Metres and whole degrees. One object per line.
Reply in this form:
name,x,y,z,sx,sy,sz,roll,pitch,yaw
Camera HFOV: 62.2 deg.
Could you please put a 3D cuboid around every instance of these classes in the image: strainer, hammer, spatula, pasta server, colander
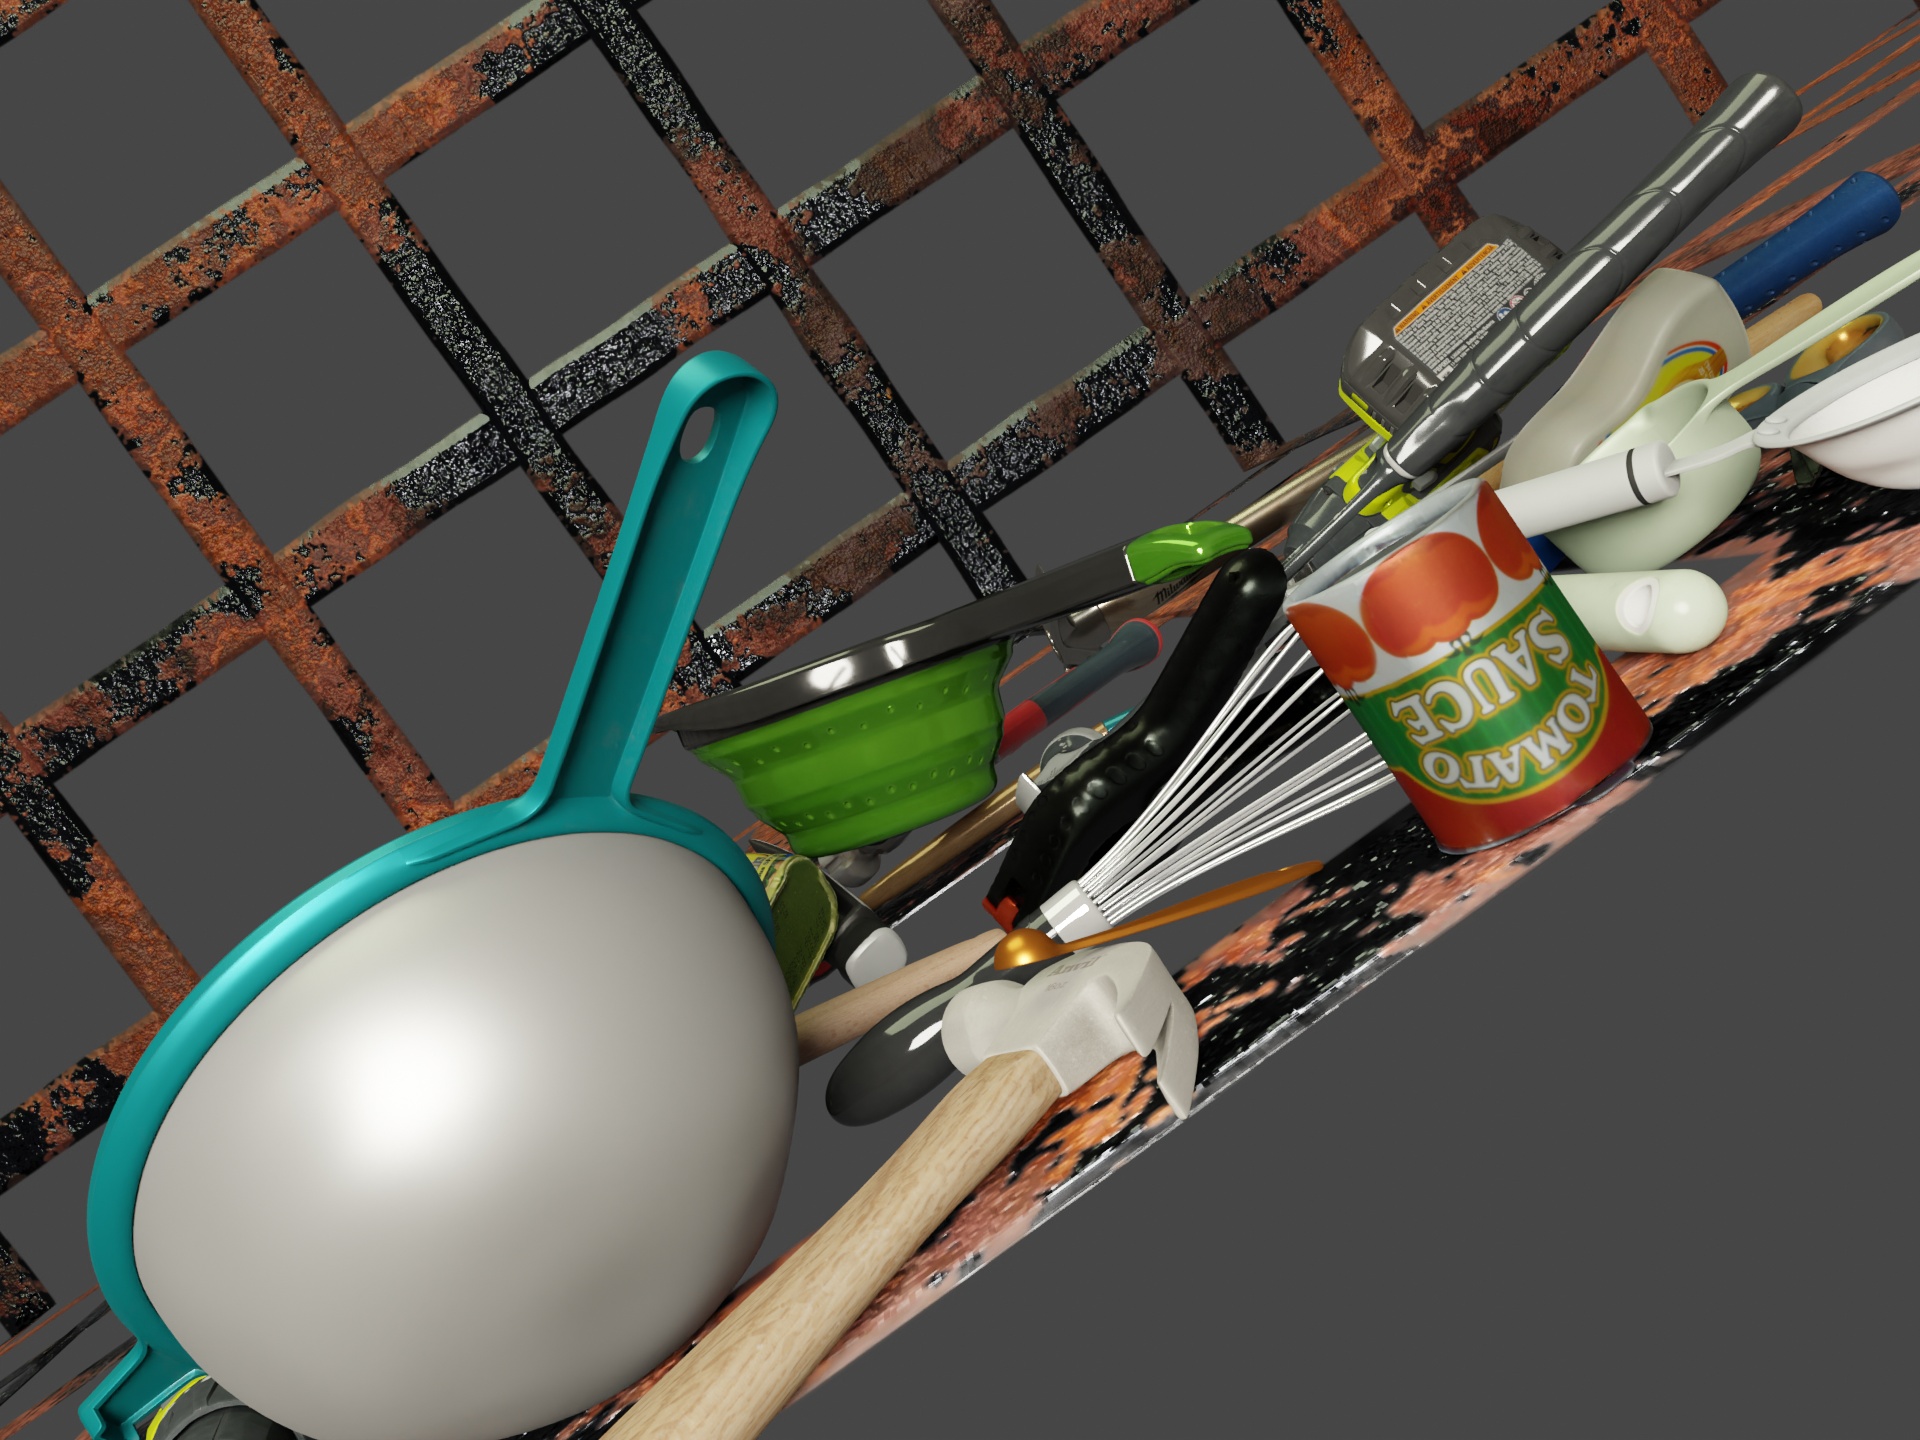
strainer,0.230,-0.080,0.505,0.258,0.050,0.087,-15,16,44
hammer,0.244,-0.168,1.224,0.410,0.038,0.146,-31,-33,0
strainer,-0.094,0.077,0.423,0.211,0.095,0.340,-2,-56,-47
hammer,-0.052,0.157,0.377,0.331,0.031,0.130,-39,6,-37
spatula,0.062,0.013,0.964,0.317,0.044,0.082,-36,-3,4
hammer,-0.183,0.189,0.755,0.337,0.034,0.127,-40,36,-16
hammer,0.168,-0.096,0.651,0.409,0.036,0.149,-45,-4,17
hammer,0.056,-0.010,1.051,0.143,0.038,0.386,-42,-5,36
pasta server,-0.108,0.130,0.570,0.316,0.040,0.060,-20,-8,-34
hammer,0.294,-0.149,0.799,0.405,0.035,0.144,-34,-13,0
colander,-0.001,-0.002,0.739,0.204,0.094,0.397,-21,3,-35

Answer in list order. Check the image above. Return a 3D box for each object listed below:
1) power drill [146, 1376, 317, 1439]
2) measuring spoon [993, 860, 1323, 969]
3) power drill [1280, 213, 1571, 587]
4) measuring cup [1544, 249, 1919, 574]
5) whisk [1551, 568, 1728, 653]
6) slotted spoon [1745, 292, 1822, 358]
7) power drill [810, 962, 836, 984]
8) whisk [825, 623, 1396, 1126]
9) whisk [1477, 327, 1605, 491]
power drill,-0.202,0.213,0.606,0.228,0.080,0.190,-39,5,-20
measuring spoon,0.061,0.055,0.480,0.117,0.011,0.021,-14,-6,-24
power drill,0.258,-0.166,0.906,0.171,0.080,0.223,-41,-15,-12
measuring cup,0.276,-0.103,0.545,0.167,0.038,0.083,-39,7,46
whisk,0.193,-0.038,0.574,0.246,0.059,0.058,-159,81,-80
slotted spoon,0.301,-0.124,0.771,0.314,0.031,0.070,-34,2,-11
power drill,-0.163,0.158,0.912,0.219,0.078,0.143,-32,5,-6
whisk,0.065,0.048,0.548,0.284,0.070,0.070,-39,4,3
whisk,0.333,-0.167,0.893,0.245,0.047,0.051,-40,-13,-11
